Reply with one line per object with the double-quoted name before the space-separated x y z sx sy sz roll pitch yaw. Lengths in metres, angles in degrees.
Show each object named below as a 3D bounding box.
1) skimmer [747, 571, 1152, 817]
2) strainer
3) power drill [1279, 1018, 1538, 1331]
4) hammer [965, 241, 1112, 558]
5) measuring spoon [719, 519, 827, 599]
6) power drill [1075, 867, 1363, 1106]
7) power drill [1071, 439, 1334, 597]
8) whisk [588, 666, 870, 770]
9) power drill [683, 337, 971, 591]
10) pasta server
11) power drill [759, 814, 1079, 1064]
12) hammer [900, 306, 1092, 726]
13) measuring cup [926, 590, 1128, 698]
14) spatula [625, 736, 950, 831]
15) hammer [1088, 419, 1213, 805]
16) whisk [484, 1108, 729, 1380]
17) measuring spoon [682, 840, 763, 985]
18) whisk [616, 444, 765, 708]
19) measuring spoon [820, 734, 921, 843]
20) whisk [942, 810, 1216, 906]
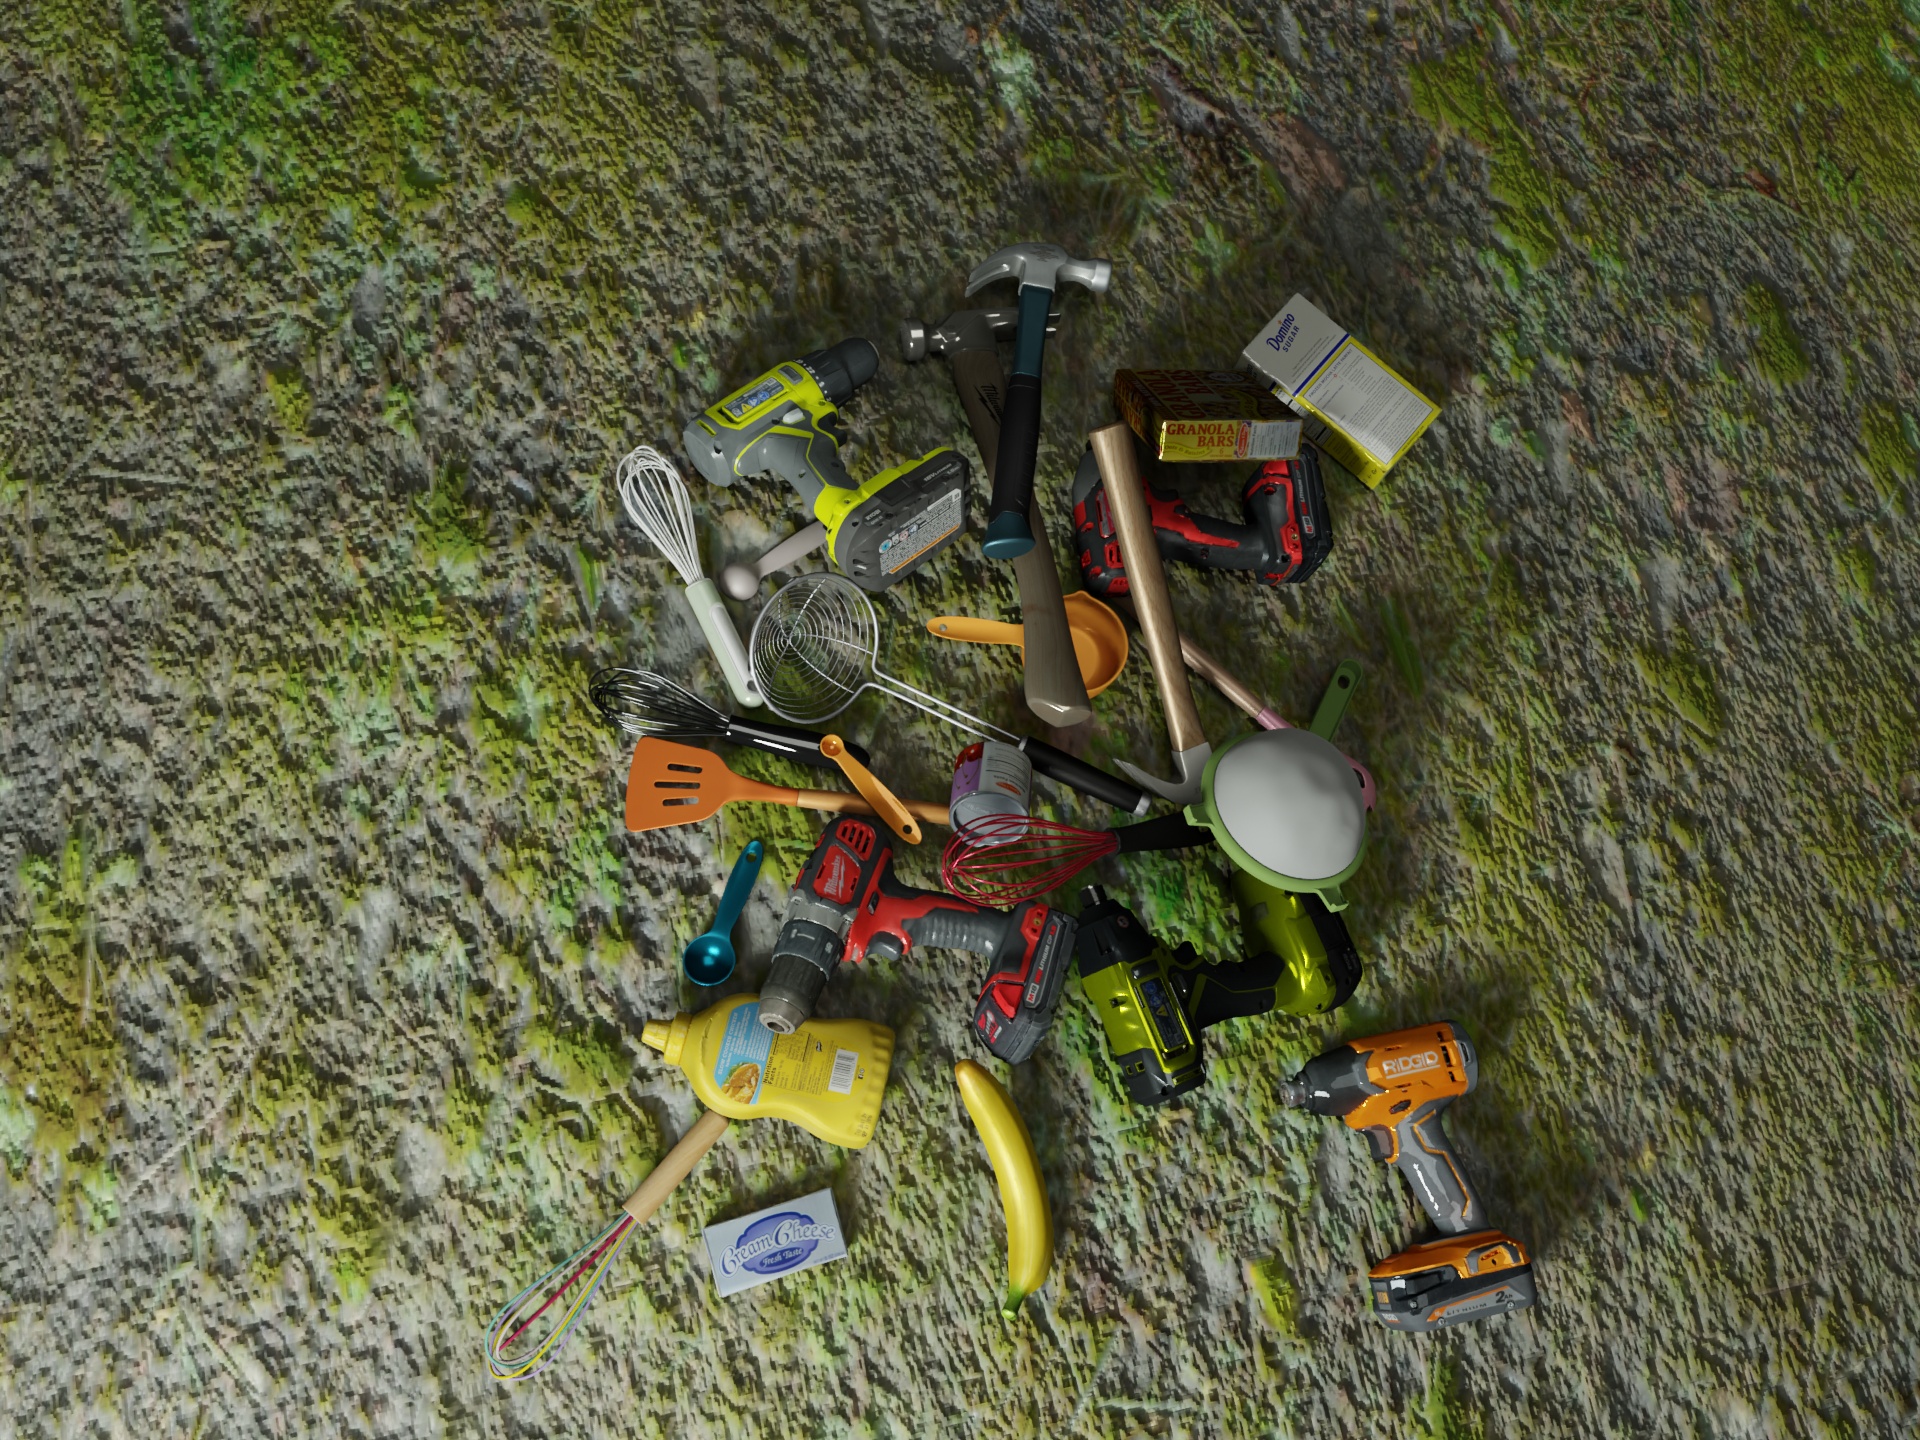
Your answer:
"skimmer" -0.002 -0.004 1.319 0.363 0.090 0.127 25 85 -3
"strainer" 0.300 0.024 1.324 0.151 0.069 0.256 32 54 2
"power drill" 0.357 0.367 1.284 0.164 0.084 0.227 -9 72 -11
"hammer" 0.057 -0.283 1.380 0.128 0.033 0.331 10 63 -6
"measuring spoon" -0.153 -0.146 1.373 0.124 0.018 0.034 -34 82 -17
"power drill" 0.200 0.189 1.270 0.223 0.080 0.171 -15 77 -32
"power drill" 0.206 -0.184 1.405 0.219 0.078 0.143 -3 73 -11
"whisk" -0.189 0.003 1.313 0.239 0.055 0.055 15 73 -9
"power drill" -0.096 -0.228 1.347 0.190 0.080 0.229 -37 61 -21
"pasta server" 0.241 -0.022 1.400 0.316 0.040 0.060 41 73 7
"power drill" -0.036 0.190 1.248 0.226 0.080 0.188 23 53 0
"hammer" 0.058 -0.186 1.372 0.146 0.038 0.411 -8 66 -12
"measuring cup" 0.055 -0.064 1.367 0.173 0.052 0.095 7 74 -5
"spatula" -0.113 0.067 1.320 0.322 0.041 0.081 8 74 -11
"hammer" 0.163 -0.086 1.334 0.130 0.031 0.331 -20 101 -19
"whisk" -0.265 0.389 1.199 0.051 0.047 0.245 45 68 -8
"measuring spoon" -0.187 0.157 1.289 0.042 0.021 0.129 18 64 3
"whisk" -0.224 -0.121 1.342 0.058 0.059 0.246 -21 82 -42
"measuring spoon" -0.074 0.058 1.308 0.117 0.011 0.021 48 66 -2
"whisk" 0.107 0.100 1.284 0.295 0.073 0.073 -6 74 -36
